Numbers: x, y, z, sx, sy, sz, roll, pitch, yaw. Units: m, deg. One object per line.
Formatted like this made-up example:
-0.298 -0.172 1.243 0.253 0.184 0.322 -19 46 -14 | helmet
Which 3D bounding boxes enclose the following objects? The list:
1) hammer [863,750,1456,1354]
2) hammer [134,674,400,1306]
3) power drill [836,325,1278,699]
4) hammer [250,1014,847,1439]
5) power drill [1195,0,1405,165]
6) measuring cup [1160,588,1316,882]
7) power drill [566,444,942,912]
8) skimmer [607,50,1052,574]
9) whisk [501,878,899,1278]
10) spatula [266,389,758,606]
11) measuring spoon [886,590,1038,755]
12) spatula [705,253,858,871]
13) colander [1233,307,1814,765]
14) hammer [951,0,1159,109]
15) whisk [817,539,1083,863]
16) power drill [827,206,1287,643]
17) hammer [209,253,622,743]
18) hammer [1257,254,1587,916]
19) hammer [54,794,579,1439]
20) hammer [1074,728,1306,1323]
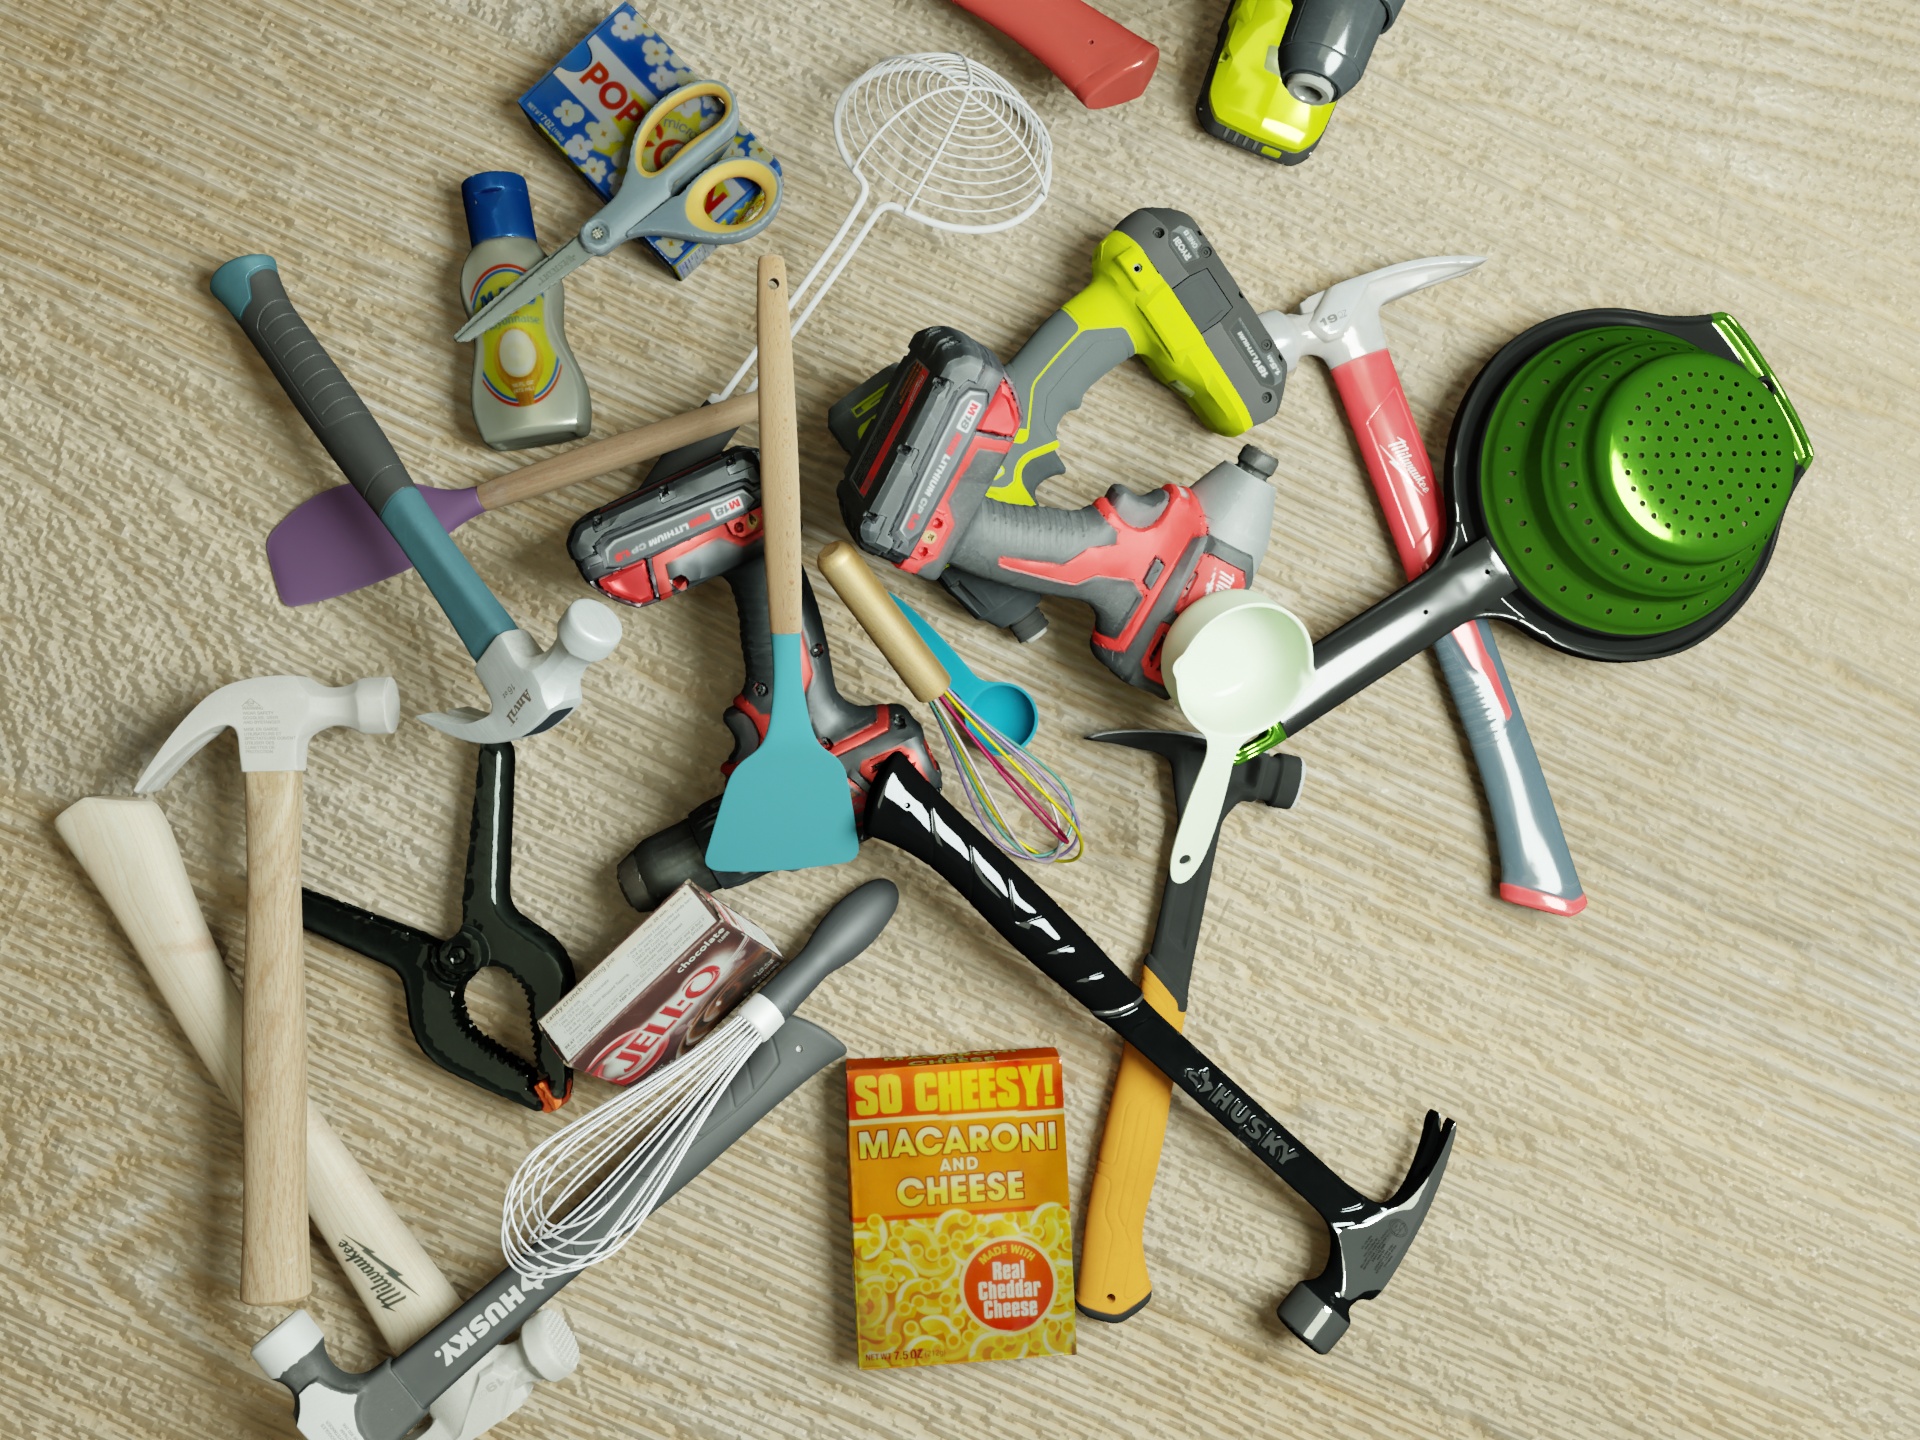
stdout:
0.104 0.164 0.871 0.409 0.036 0.149 43 83 -9 | hammer
-0.368 0.141 0.848 0.130 0.031 0.331 -1 87 -5 | hammer
0.060 -0.111 0.827 0.219 0.079 0.143 23 106 -23 | power drill
-0.197 0.280 0.861 0.335 0.035 0.146 -39 90 -14 | hammer
0.191 -0.380 0.826 0.080 0.228 0.190 21 88 -3 | power drill
0.132 0.008 0.848 0.083 0.038 0.167 4 116 -19 | measuring cup
-0.133 -0.016 0.865 0.188 0.080 0.226 -25 105 -3 | power drill
-0.089 -0.222 0.908 0.127 0.090 0.363 39 97 4 | skimmer
-0.129 0.182 0.847 0.070 0.070 0.285 48 62 -2 | whisk
-0.241 -0.133 0.877 0.316 0.018 0.060 -16 87 8 | spatula
-0.007 -0.030 0.919 0.128 0.021 0.042 44 91 7 | measuring spoon
-0.093 -0.072 0.809 0.082 0.044 0.317 -3 100 -12 | spatula
0.310 -0.093 0.859 0.397 0.094 0.204 -32 92 -6 | colander
-0.043 -0.454 0.884 0.359 0.036 0.149 33 87 7 | hammer
0.000 -0.003 0.852 0.051 0.047 0.244 -42 122 -8 | whisk
0.062 -0.165 0.893 0.223 0.080 0.171 -36 99 0 | power drill
-0.305 -0.126 0.846 0.331 0.033 0.128 52 121 14 | hammer
0.298 -0.075 0.924 0.143 0.038 0.386 -20 90 -5 | hammer
-0.382 0.225 0.879 0.146 0.038 0.410 -33 91 -2 | hammer
0.105 0.173 0.910 0.127 0.034 0.337 11 88 -4 | hammer
